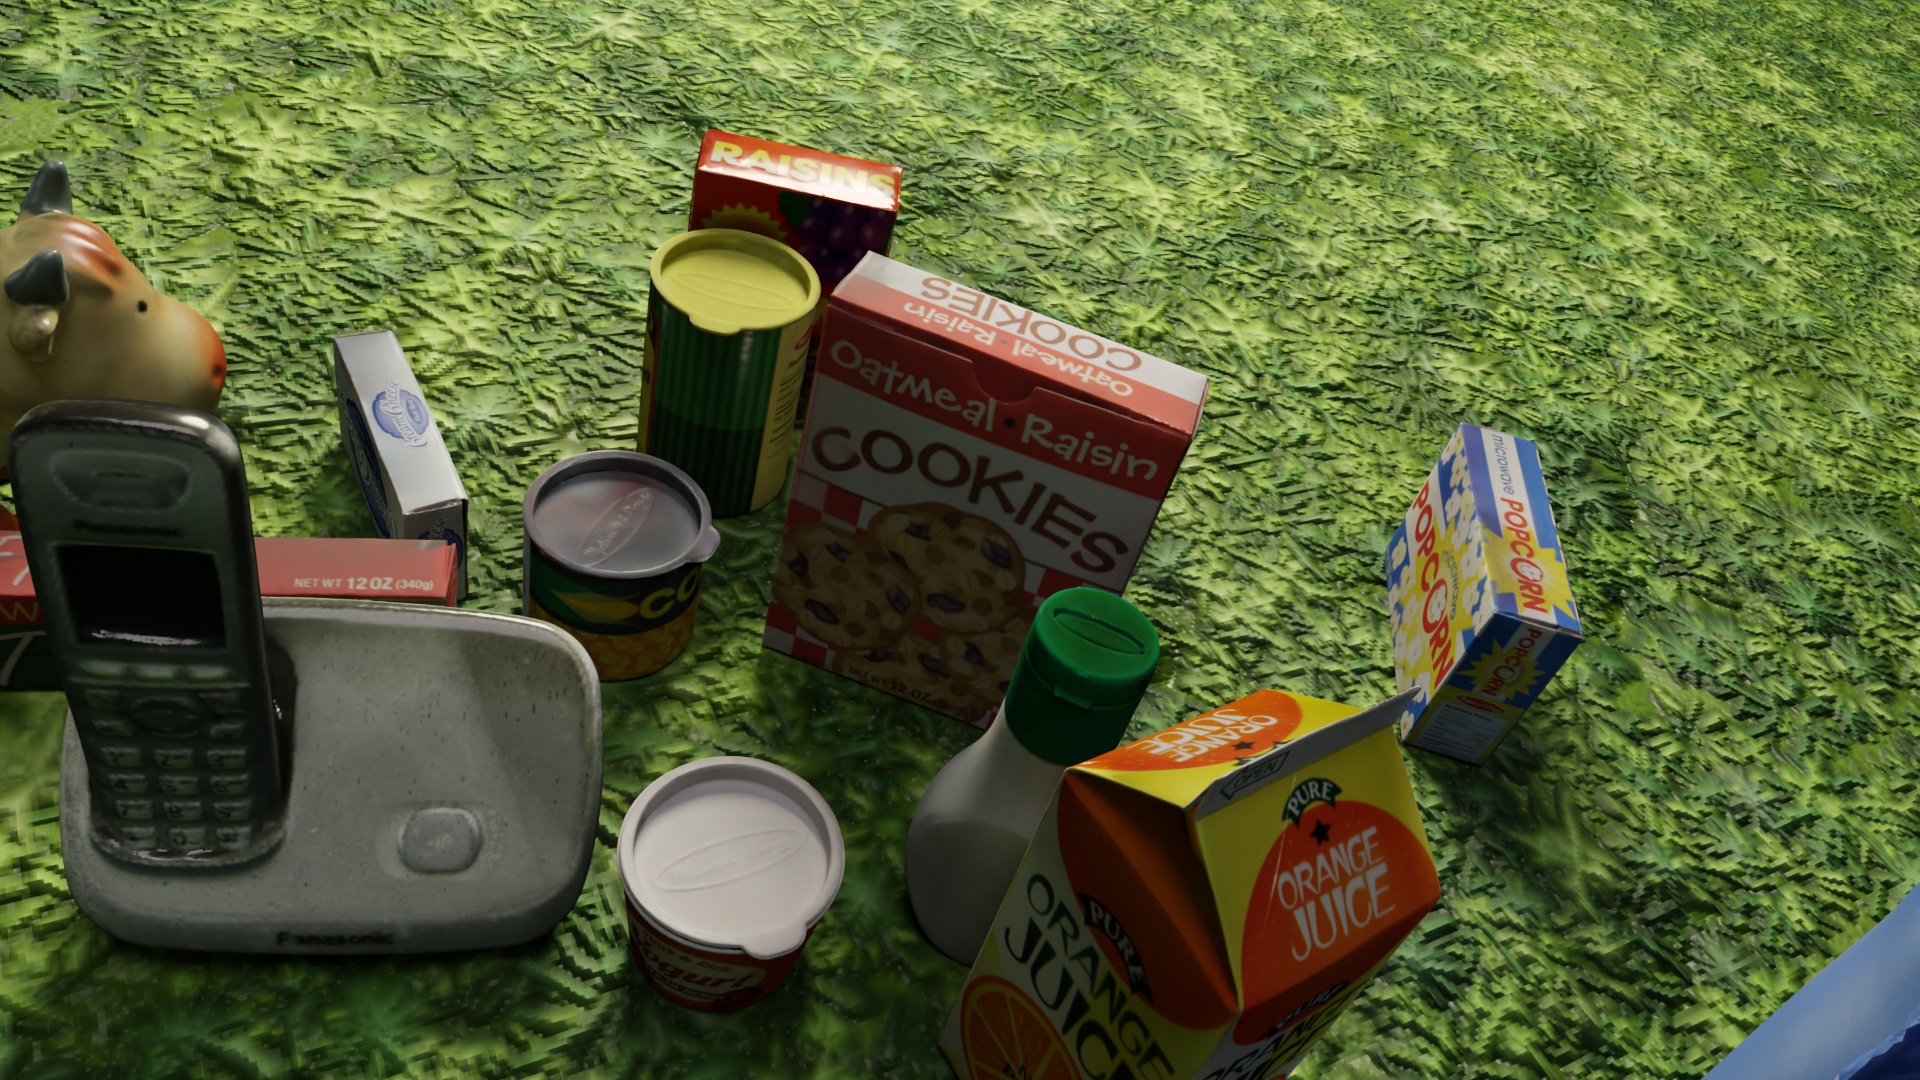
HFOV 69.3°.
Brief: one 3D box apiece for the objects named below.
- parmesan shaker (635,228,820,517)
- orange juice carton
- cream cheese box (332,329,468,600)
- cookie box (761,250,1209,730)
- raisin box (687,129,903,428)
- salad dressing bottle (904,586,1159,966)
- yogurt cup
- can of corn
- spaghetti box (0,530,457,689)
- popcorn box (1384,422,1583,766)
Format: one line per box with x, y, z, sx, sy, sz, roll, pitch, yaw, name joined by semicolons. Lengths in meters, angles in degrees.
-0.099;-0.066;0.573;0.071;0.102;0.072;10;43;-9;parmesan shaker
0.060;0.109;0.377;0.072;0.191;0.073;-15;52;-31;orange juice carton
-0.215;-0.028;0.532;0.024;0.053;0.104;-14;51;-30;cream cheese box
0.002;-0.006;0.497;0.123;0.166;0.040;21;42;3;cookie box
-0.079;-0.111;0.612;0.086;0.122;0.040;10;43;-8;raisin box
0.022;0.077;0.431;0.064;0.146;0.044;23;43;6;salad dressing bottle
-0.074;0.110;0.434;0.072;0.053;0.073;10;43;-9;yogurt cup
-0.127;0.011;0.517;0.071;0.058;0.071;10;43;-9;can of corn
-0.298;0.023;0.453;0.250;0.049;0.029;1;45;-17;spaghetti box
0.222;0.020;0.603;0.038;0.084;0.127;16;42;-2;popcorn box
